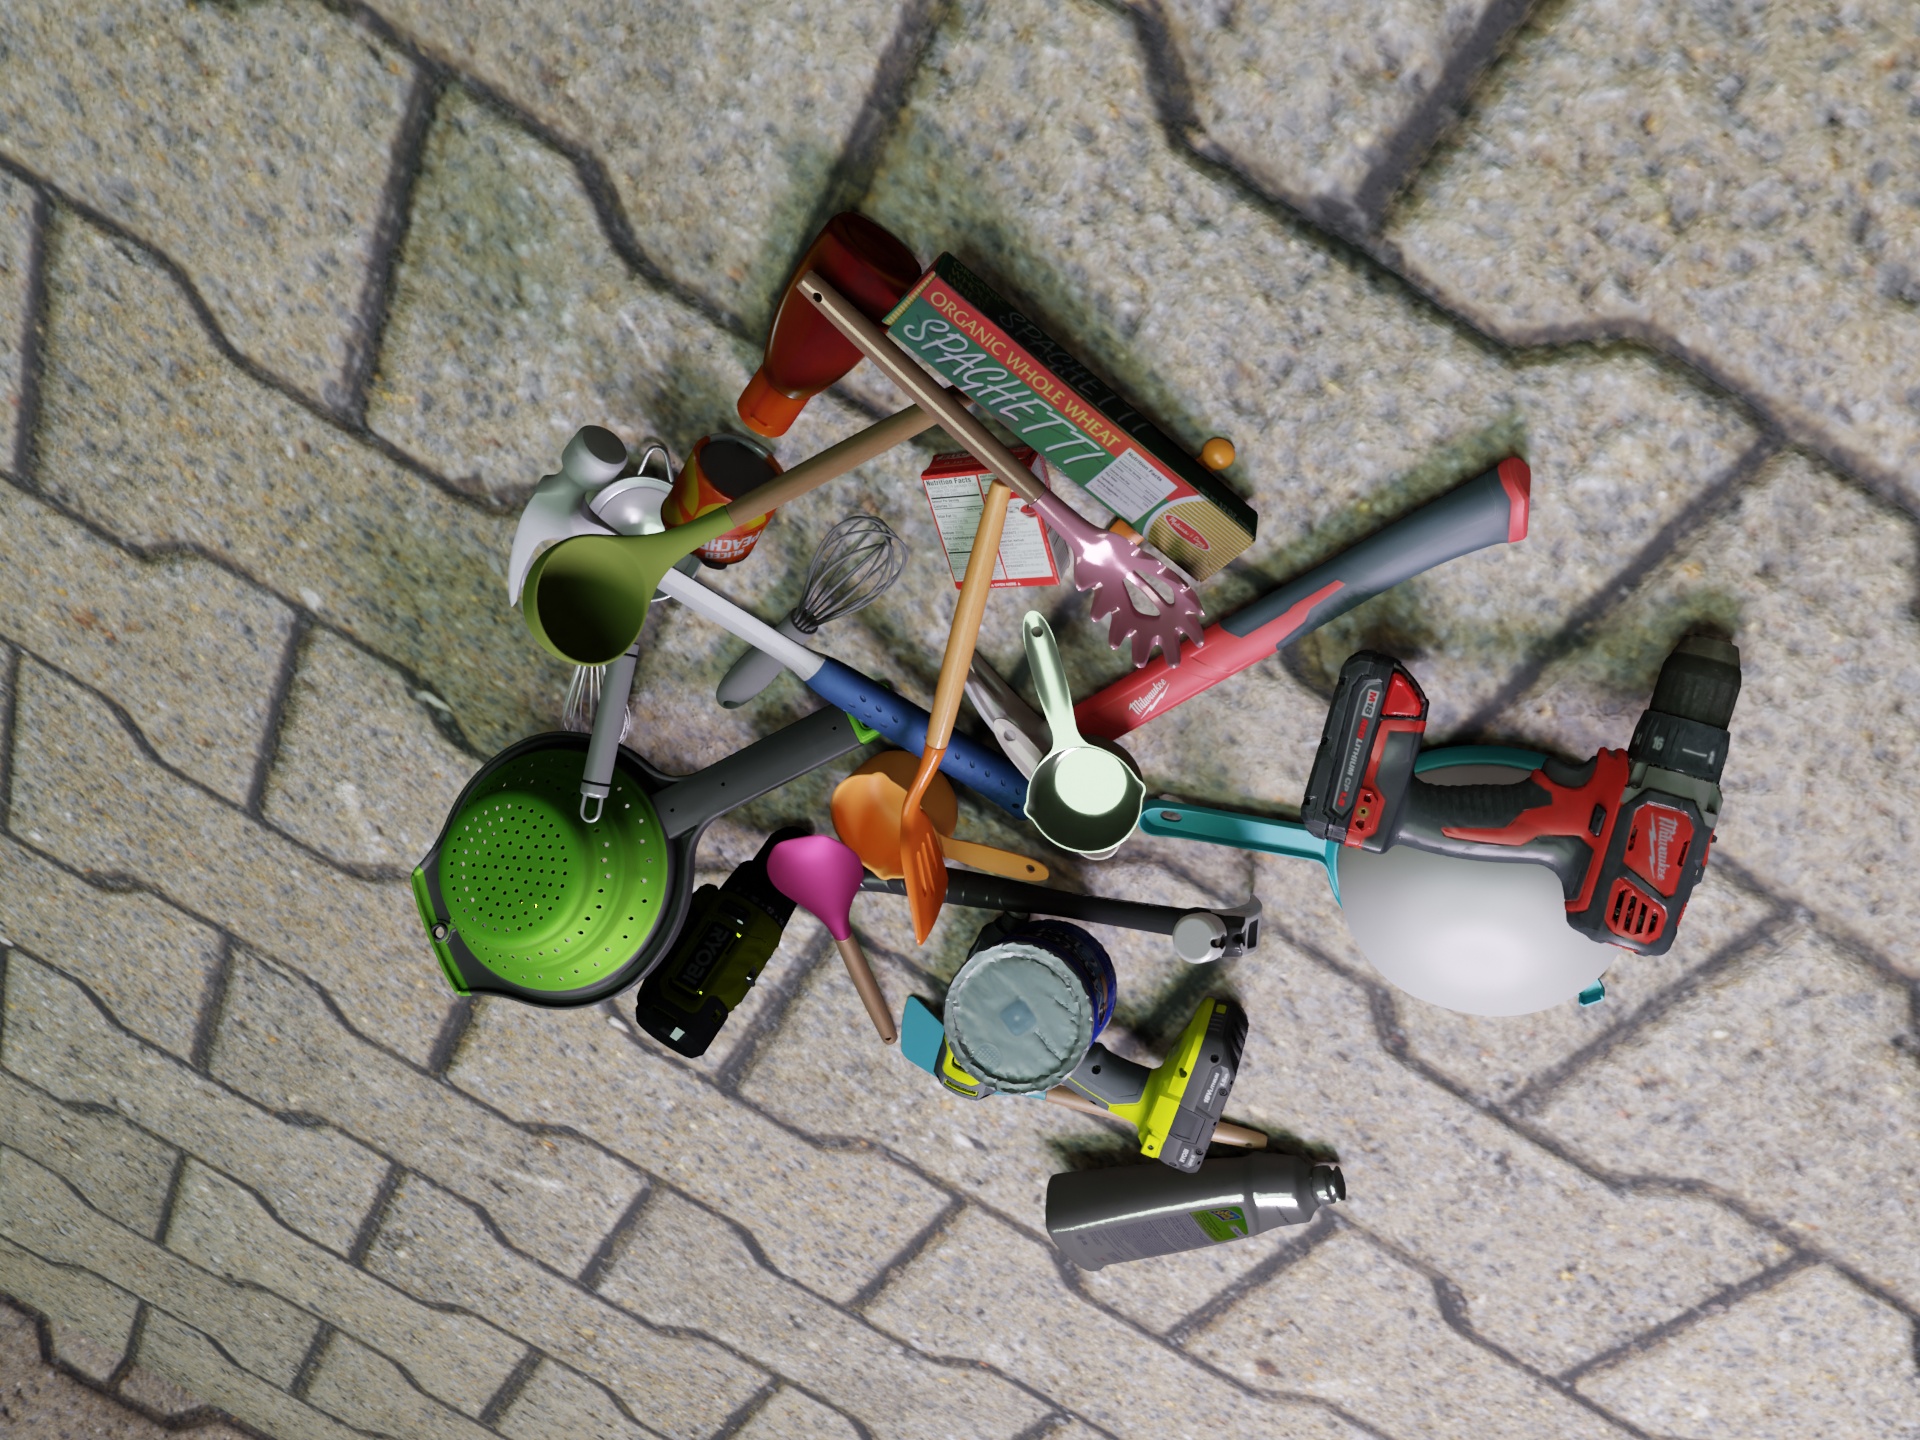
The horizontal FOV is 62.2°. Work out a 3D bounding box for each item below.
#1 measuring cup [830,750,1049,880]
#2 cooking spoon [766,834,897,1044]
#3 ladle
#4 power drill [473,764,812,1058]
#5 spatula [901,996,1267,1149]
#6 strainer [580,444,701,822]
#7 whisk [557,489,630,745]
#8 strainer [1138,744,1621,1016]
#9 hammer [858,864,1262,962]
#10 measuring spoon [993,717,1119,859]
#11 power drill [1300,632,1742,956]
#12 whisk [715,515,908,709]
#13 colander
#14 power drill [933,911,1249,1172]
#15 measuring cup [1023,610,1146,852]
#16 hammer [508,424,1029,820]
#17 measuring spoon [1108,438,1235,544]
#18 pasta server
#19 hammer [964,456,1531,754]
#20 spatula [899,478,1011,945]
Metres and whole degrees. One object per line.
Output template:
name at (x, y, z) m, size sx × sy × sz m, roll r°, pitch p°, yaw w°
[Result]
measuring cup at (-0.007, 0.075, 1.149) m, size 0.174 × 0.052 × 0.095 m, roll 15°, pitch 125°, yaw 21°
cooking spoon at (-0.087, 0.179, 1.248) m, size 0.069 × 0.017 × 0.318 m, roll -12°, pitch 142°, yaw 3°
ladle at (-0.110, -0.129, 0.937) m, size 0.320 × 0.062 × 0.078 m, roll -28°, pitch 119°, yaw -1°
power drill at (-0.241, 0.128, 1.233) m, size 0.228 × 0.191 × 0.080 m, roll 26°, pitch 155°, yaw 15°
spatula at (0.100, 0.307, 1.331) m, size 0.317 × 0.044 × 0.082 m, roll 12°, pitch 130°, yaw 6°
strainer at (-0.229, -0.057, 1.086) m, size 0.087 × 0.050 × 0.258 m, roll 12°, pitch 89°, yaw -1°
whisk at (-0.268, -0.062, 1.163) m, size 0.058 × 0.059 × 0.246 m, roll 40°, pitch 136°, yaw 34°
strainer at (0.280, 0.115, 1.053) m, size 0.340 × 0.095 × 0.210 m, roll 9°, pitch 130°, yaw 13°
hammer at (0.059, 0.130, 1.160) m, size 0.335 × 0.146 × 0.035 m, roll 5°, pitch 91°, yaw 31°
measuring spoon at (0.065, 0.043, 1.087) m, size 0.034 × 0.018 × 0.124 m, roll -37°, pitch 98°, yaw 25°
power drill at (0.333, 0.020, 0.940) m, size 0.227 × 0.080 × 0.188 m, roll 17°, pitch 94°, yaw 16°
whisk at (-0.111, -0.068, 1.096) m, size 0.055 × 0.055 × 0.239 m, roll 39°, pitch 135°, yaw -11°
colander at (-0.229, 0.069, 1.122) m, size 0.397 × 0.094 × 0.204 m, roll -27°, pitch 79°, yaw 7°
power drill at (0.101, 0.246, 1.237) m, size 0.223 × 0.080 × 0.171 m, roll 20°, pitch 118°, yaw 10°
measuring cup at (0.072, 0.004, 1.042) m, size 0.083 × 0.038 × 0.167 m, roll -13°, pitch 103°, yaw 16°
hammer at (-0.109, -0.038, 1.058) m, size 0.405 × 0.035 × 0.144 m, roll 32°, pitch 131°, yaw -23°
measuring spoon at (0.123, -0.132, 0.972) m, size 0.021 × 0.011 × 0.117 m, roll 40°, pitch 130°, yaw -12°
pasta server at (0.025, -0.147, 0.932) m, size 0.316 × 0.040 × 0.060 m, roll 41°, pitch 118°, yaw -15°
hammer at (0.172, -0.065, 0.991) m, size 0.386 × 0.038 × 0.143 m, roll -32°, pitch 109°, yaw 37°
spatula at (-0.002, -0.003, 1.034) m, size 0.041 × 0.081 × 0.322 m, roll 18°, pitch 118°, yaw 6°
